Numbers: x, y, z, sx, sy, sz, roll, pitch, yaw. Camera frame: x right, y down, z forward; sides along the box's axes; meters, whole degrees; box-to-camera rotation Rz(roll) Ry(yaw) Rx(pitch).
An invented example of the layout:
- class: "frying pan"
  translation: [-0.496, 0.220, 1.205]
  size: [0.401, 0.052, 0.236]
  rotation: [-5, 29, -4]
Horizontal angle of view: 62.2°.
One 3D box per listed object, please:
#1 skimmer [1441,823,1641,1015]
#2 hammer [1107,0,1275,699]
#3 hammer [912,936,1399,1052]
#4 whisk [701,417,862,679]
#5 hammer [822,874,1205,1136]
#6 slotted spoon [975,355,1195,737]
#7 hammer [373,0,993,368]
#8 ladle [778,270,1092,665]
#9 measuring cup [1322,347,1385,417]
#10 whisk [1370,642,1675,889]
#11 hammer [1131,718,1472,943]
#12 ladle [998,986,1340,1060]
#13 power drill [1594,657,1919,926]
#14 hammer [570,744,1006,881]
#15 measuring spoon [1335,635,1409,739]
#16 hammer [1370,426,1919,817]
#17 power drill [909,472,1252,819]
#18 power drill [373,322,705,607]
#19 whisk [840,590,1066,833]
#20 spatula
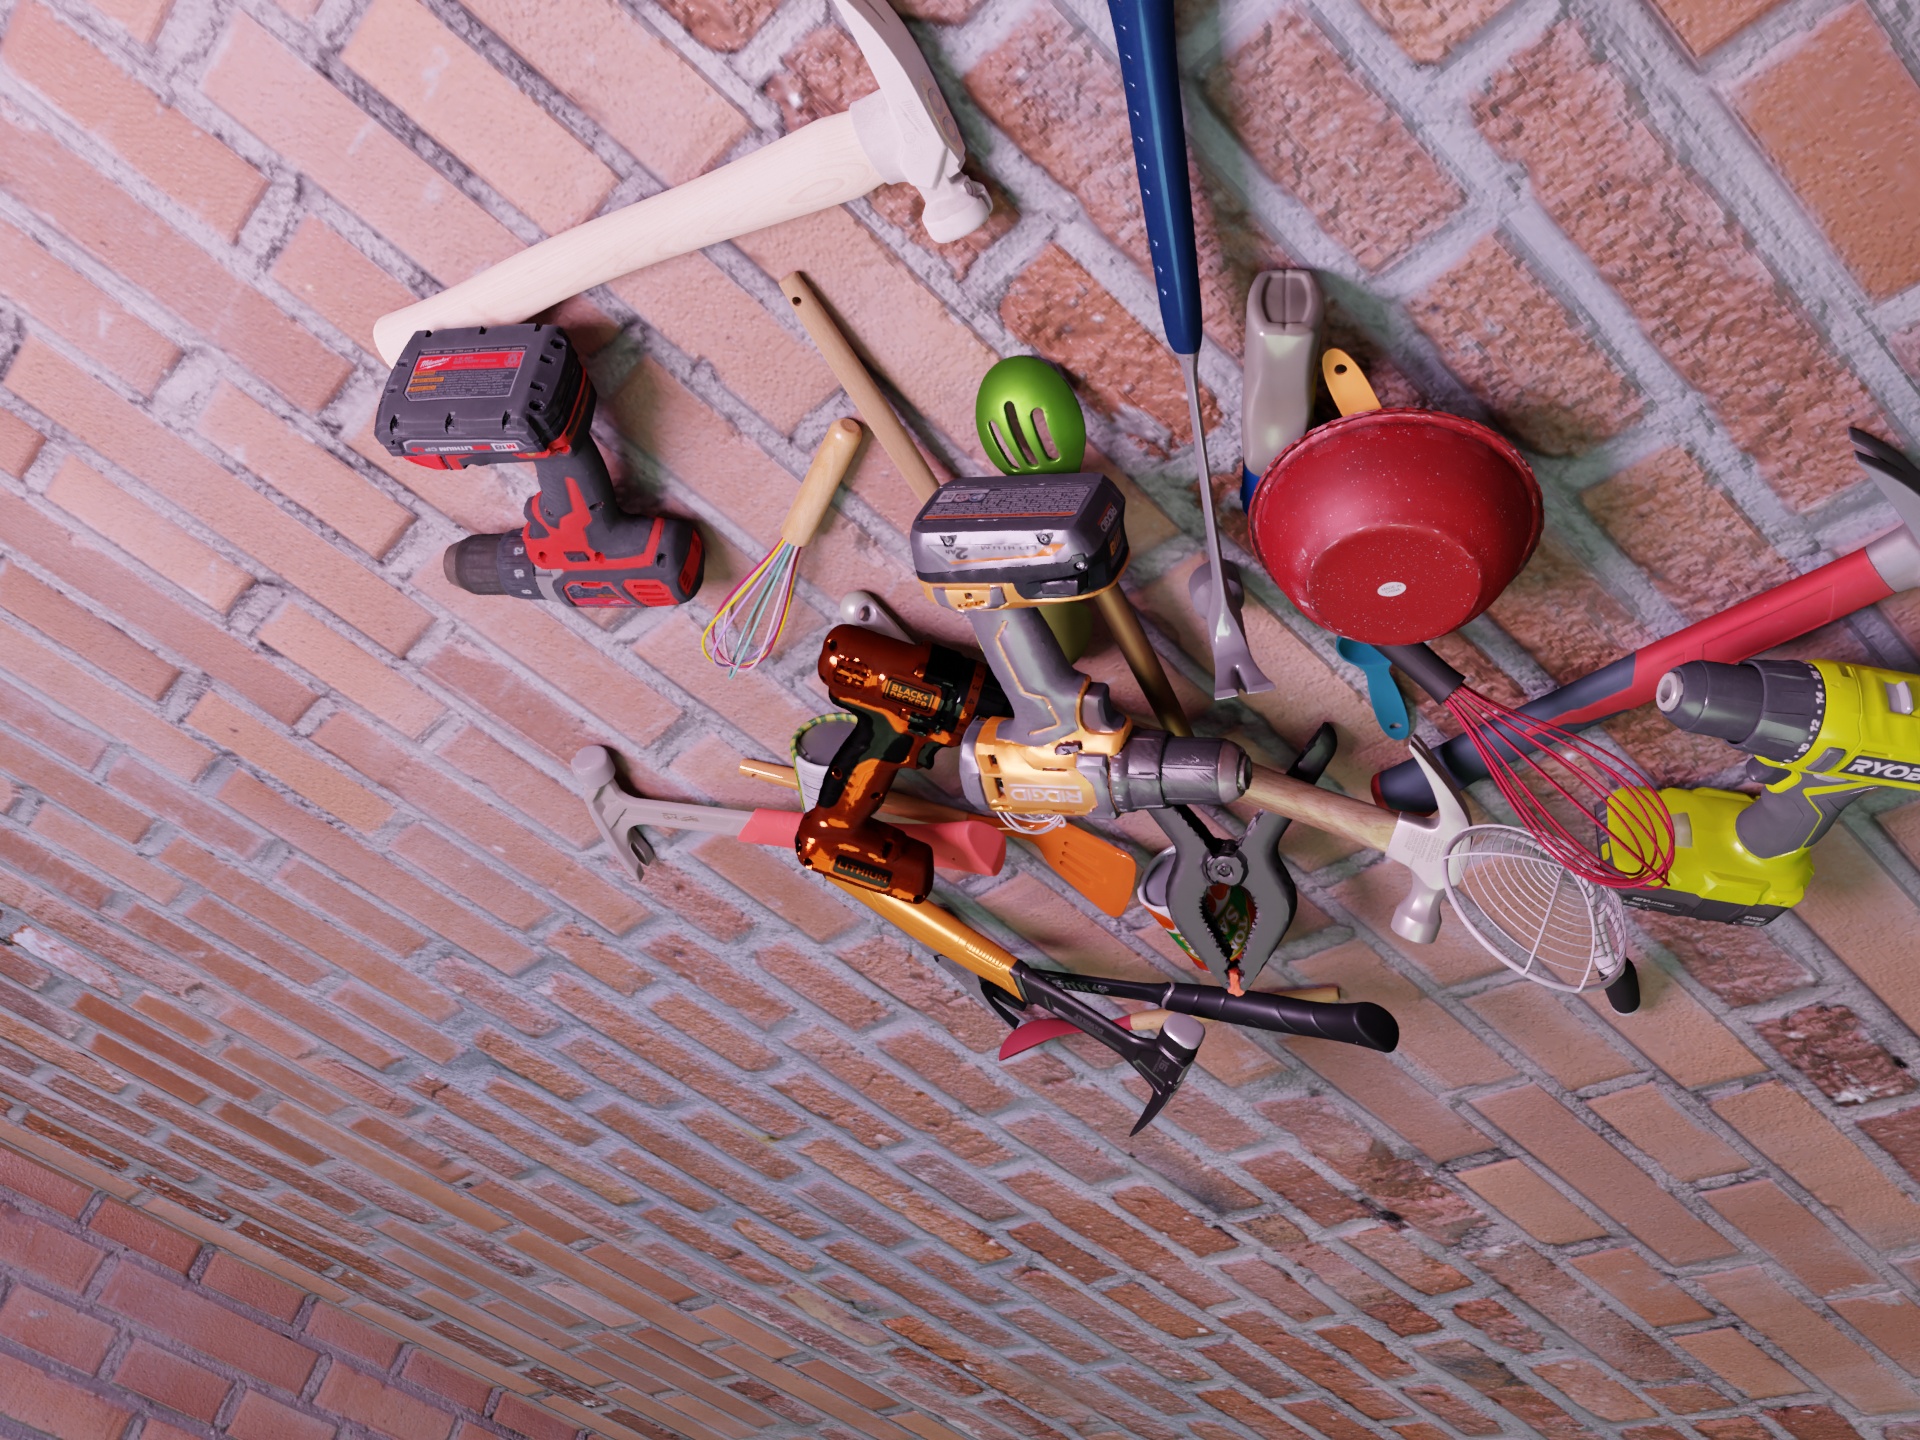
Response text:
- class: "skimmer"
  translation: [0.415, 0.165, 1.095]
  size: [0.090, 0.127, 0.362]
  rotation: [-35, 145, 9]
- class: "hammer"
  translation: [0.125, -0.191, 0.858]
  size: [0.035, 0.144, 0.405]
  rotation: [-10, 127, 7]
- class: "hammer"
  translation: [0.152, 0.222, 1.272]
  size: [0.409, 0.036, 0.149]
  rotation: [2, 142, 39]
- class: "whisk"
  translation: [-0.122, -0.110, 1.071]
  size: [0.047, 0.051, 0.245]
  rotation: [29, 134, -5]
- class: "hammer"
  translation: [0.030, 0.202, 1.277]
  size: [0.337, 0.034, 0.127]
  rotation: [31, 132, 15]
- class: "slotted spoon"
  translation: [0.092, -0.085, 1.001]
  size: [0.070, 0.031, 0.313]
  rotation: [-11, 123, 32]
- class: "hammer"
  translation: [-0.191, -0.284, 0.909]
  size: [0.410, 0.038, 0.146]
  rotation: [-12, 130, 28]
- class: "ladle"
  translation: [-0.015, -0.149, 1.004]
  size: [0.078, 0.062, 0.320]
  rotation: [-19, 121, 30]
- class: "measuring cup"
  translation: [0.247, -0.153, 0.899]
  size: [0.095, 0.052, 0.173]
  rotation: [-18, 126, 32]
- class: "whisk"
  translation: [0.313, -0.005, 0.962]
  size: [0.296, 0.073, 0.073]
  rotation: [44, 139, 11]
- class: "hammer"
  translation: [0.185, 0.036, 1.090]
  size: [0.331, 0.031, 0.130]
  rotation: [20, 109, 14]
- class: "ladle"
  translation: [0.174, 0.260, 1.380]
  size: [0.315, 0.031, 0.069]
  rotation: [-14, 173, 25]
- class: "power drill"
  translation: [0.483, 0.039, 0.970]
  size: [0.190, 0.080, 0.228]
  rotation: [9, 149, -2]
- class: "hammer"
  translation: [-0.135, 0.093, 1.269]
  size: [0.359, 0.037, 0.149]
  rotation: [5, 139, 22]
- class: "measuring spoon"
  translation: [0.279, -0.030, 1.052]
  size: [0.042, 0.021, 0.128]
  rotation: [-6, 143, 23]
- class: "hammer"
  translation: [0.409, -0.034, 0.985]
  size: [0.143, 0.038, 0.386]
  rotation: [39, 134, -22]
- class: "power drill"
  translation: [0.075, -0.034, 0.968]
  size: [0.185, 0.084, 0.226]
  rotation: [2, 126, 24]
- class: "power drill"
  translation: [-0.288, -0.149, 1.034]
  size: [0.188, 0.080, 0.226]
  rotation: [1, 151, 15]
- class: "whisk"
  translation: [-0.002, -0.004, 1.145]
  size: [0.246, 0.058, 0.059]
  rotation: [47, 166, -24]
- class: "spatula"
  translation: [-0.020, 0.080, 1.244]
  size: [0.322, 0.041, 0.081]
  rotation: [14, 139, 5]
